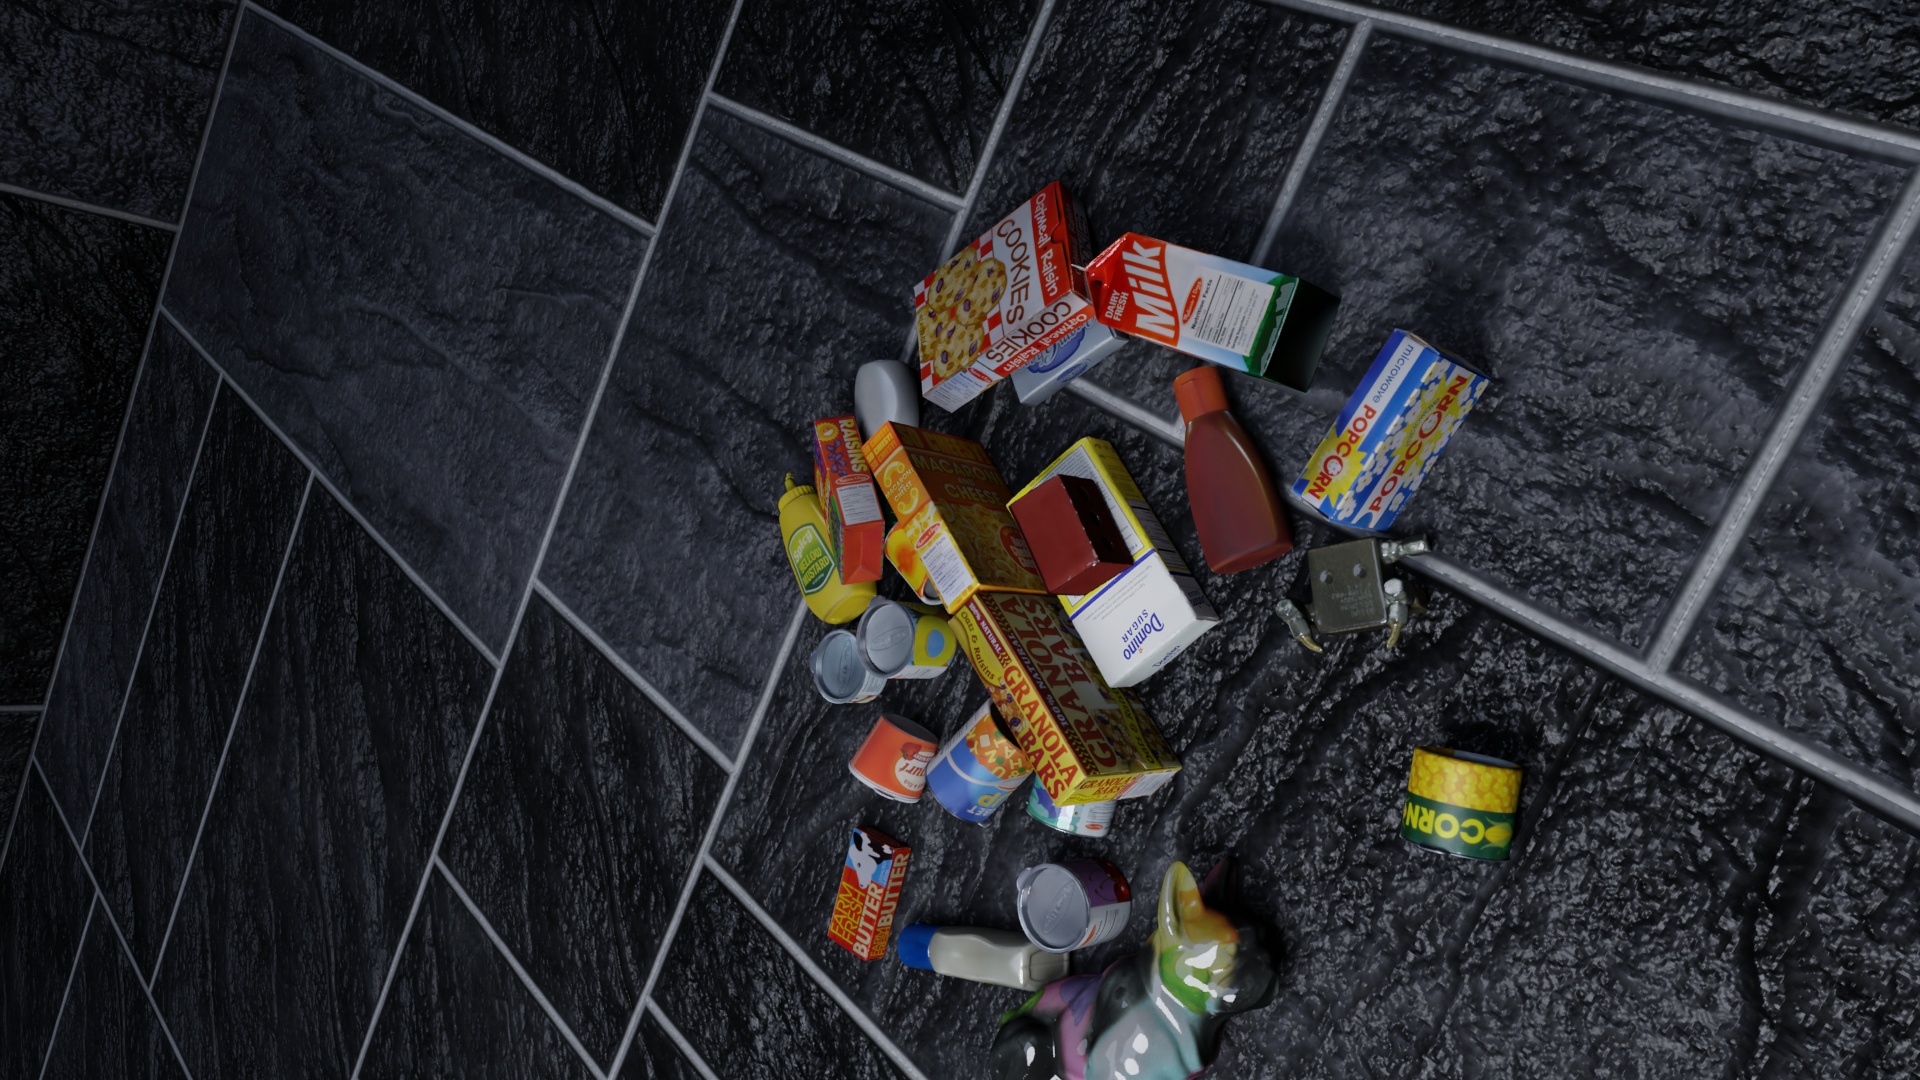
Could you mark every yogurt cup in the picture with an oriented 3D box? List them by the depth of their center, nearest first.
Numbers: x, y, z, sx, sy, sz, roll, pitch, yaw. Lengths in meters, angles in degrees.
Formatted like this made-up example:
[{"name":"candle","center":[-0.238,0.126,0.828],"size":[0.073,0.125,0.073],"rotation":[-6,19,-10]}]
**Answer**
[{"name":"yogurt cup","center":[-0.053,0.182,1.177],"size":[0.072,0.072,0.054],"rotation":[30,96,38]}]

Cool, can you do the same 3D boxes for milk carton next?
[{"name":"milk carton","center":[0.172,-0.174,1.025],"size":[0.191,0.072,0.073],"rotation":[26,102,38]}]

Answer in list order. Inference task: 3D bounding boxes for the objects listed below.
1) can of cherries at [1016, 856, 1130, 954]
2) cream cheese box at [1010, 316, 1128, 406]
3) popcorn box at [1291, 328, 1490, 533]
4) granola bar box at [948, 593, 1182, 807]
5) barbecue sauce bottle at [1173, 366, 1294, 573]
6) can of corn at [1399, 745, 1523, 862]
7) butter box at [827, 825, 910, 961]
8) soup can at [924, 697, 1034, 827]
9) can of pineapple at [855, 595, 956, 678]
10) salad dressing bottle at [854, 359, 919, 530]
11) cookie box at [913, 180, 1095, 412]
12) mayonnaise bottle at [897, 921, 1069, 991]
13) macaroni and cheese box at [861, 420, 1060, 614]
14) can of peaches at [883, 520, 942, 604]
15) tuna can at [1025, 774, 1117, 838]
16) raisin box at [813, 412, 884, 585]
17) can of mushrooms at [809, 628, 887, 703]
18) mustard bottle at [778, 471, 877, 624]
[{"name":"can of cherries","center":[0.085,0.273,1.052],"size":[0.071,0.058,0.071],"rotation":[-5,83,40]},{"name":"cream cheese box","center":[0.083,-0.158,1.128],"size":[0.103,0.024,0.053],"rotation":[-33,65,32]},{"name":"popcorn box","center":[0.283,-0.070,0.911],"size":[0.038,0.085,0.126],"rotation":[43,112,36]},{"name":"granola bar box","center":[0.078,0.115,1.034],"size":[0.039,0.124,0.166],"rotation":[-48,58,27]},{"name":"barbecue sauce bottle","center":[0.192,-0.054,1.012],"size":[0.064,0.044,0.149],"rotation":[-27,68,34]},{"name":"can of corn","center":[0.312,0.163,0.867],"size":[0.071,0.071,0.058],"rotation":[9,90,40]},{"name":"butter box","center":[-0.080,0.306,1.208],"size":[0.053,0.024,0.103],"rotation":[18,96,40]},{"name":"soup can","center":[0.024,0.177,1.111],"size":[0.083,0.071,0.071],"rotation":[-49,57,24]},{"name":"can of pineapple","center":[-0.046,0.083,1.184],"size":[0.071,0.058,0.071],"rotation":[-6,81,39]},{"name":"salad dressing bottle","center":[-0.062,-0.084,1.229],"size":[0.064,0.044,0.148],"rotation":[-14,77,44]},{"name":"cookie box","center":[0.034,-0.200,1.142],"size":[0.167,0.040,0.123],"rotation":[-31,49,34]},{"name":"mayonnaise bottle","center":[0.014,0.329,1.105],"size":[0.148,0.065,0.041],"rotation":[-8,77,43]},{"name":"macaroni and cheese box","center":[0.004,-0.014,1.112],"size":[0.040,0.124,0.167],"rotation":[-45,59,26]},{"name":"can of peaches","center":[-0.021,0.010,1.167],"size":[0.058,0.071,0.071],"rotation":[50,116,32]},{"name":"tuna can","center":[0.084,0.197,1.057],"size":[0.071,0.071,0.032],"rotation":[20,97,40]},{"name":"raisin box","center":[-0.098,-0.036,1.209],"size":[0.085,0.040,0.124],"rotation":[96,161,-53]},{"name":"can of mushrooms","center":[-0.099,0.112,1.242],"size":[0.071,0.033,0.071],"rotation":[-5,82,39]},{"name":"mustard bottle","center":[-0.132,-0.001,1.273],"size":[0.065,0.049,0.161],"rotation":[-44,59,25]}]
